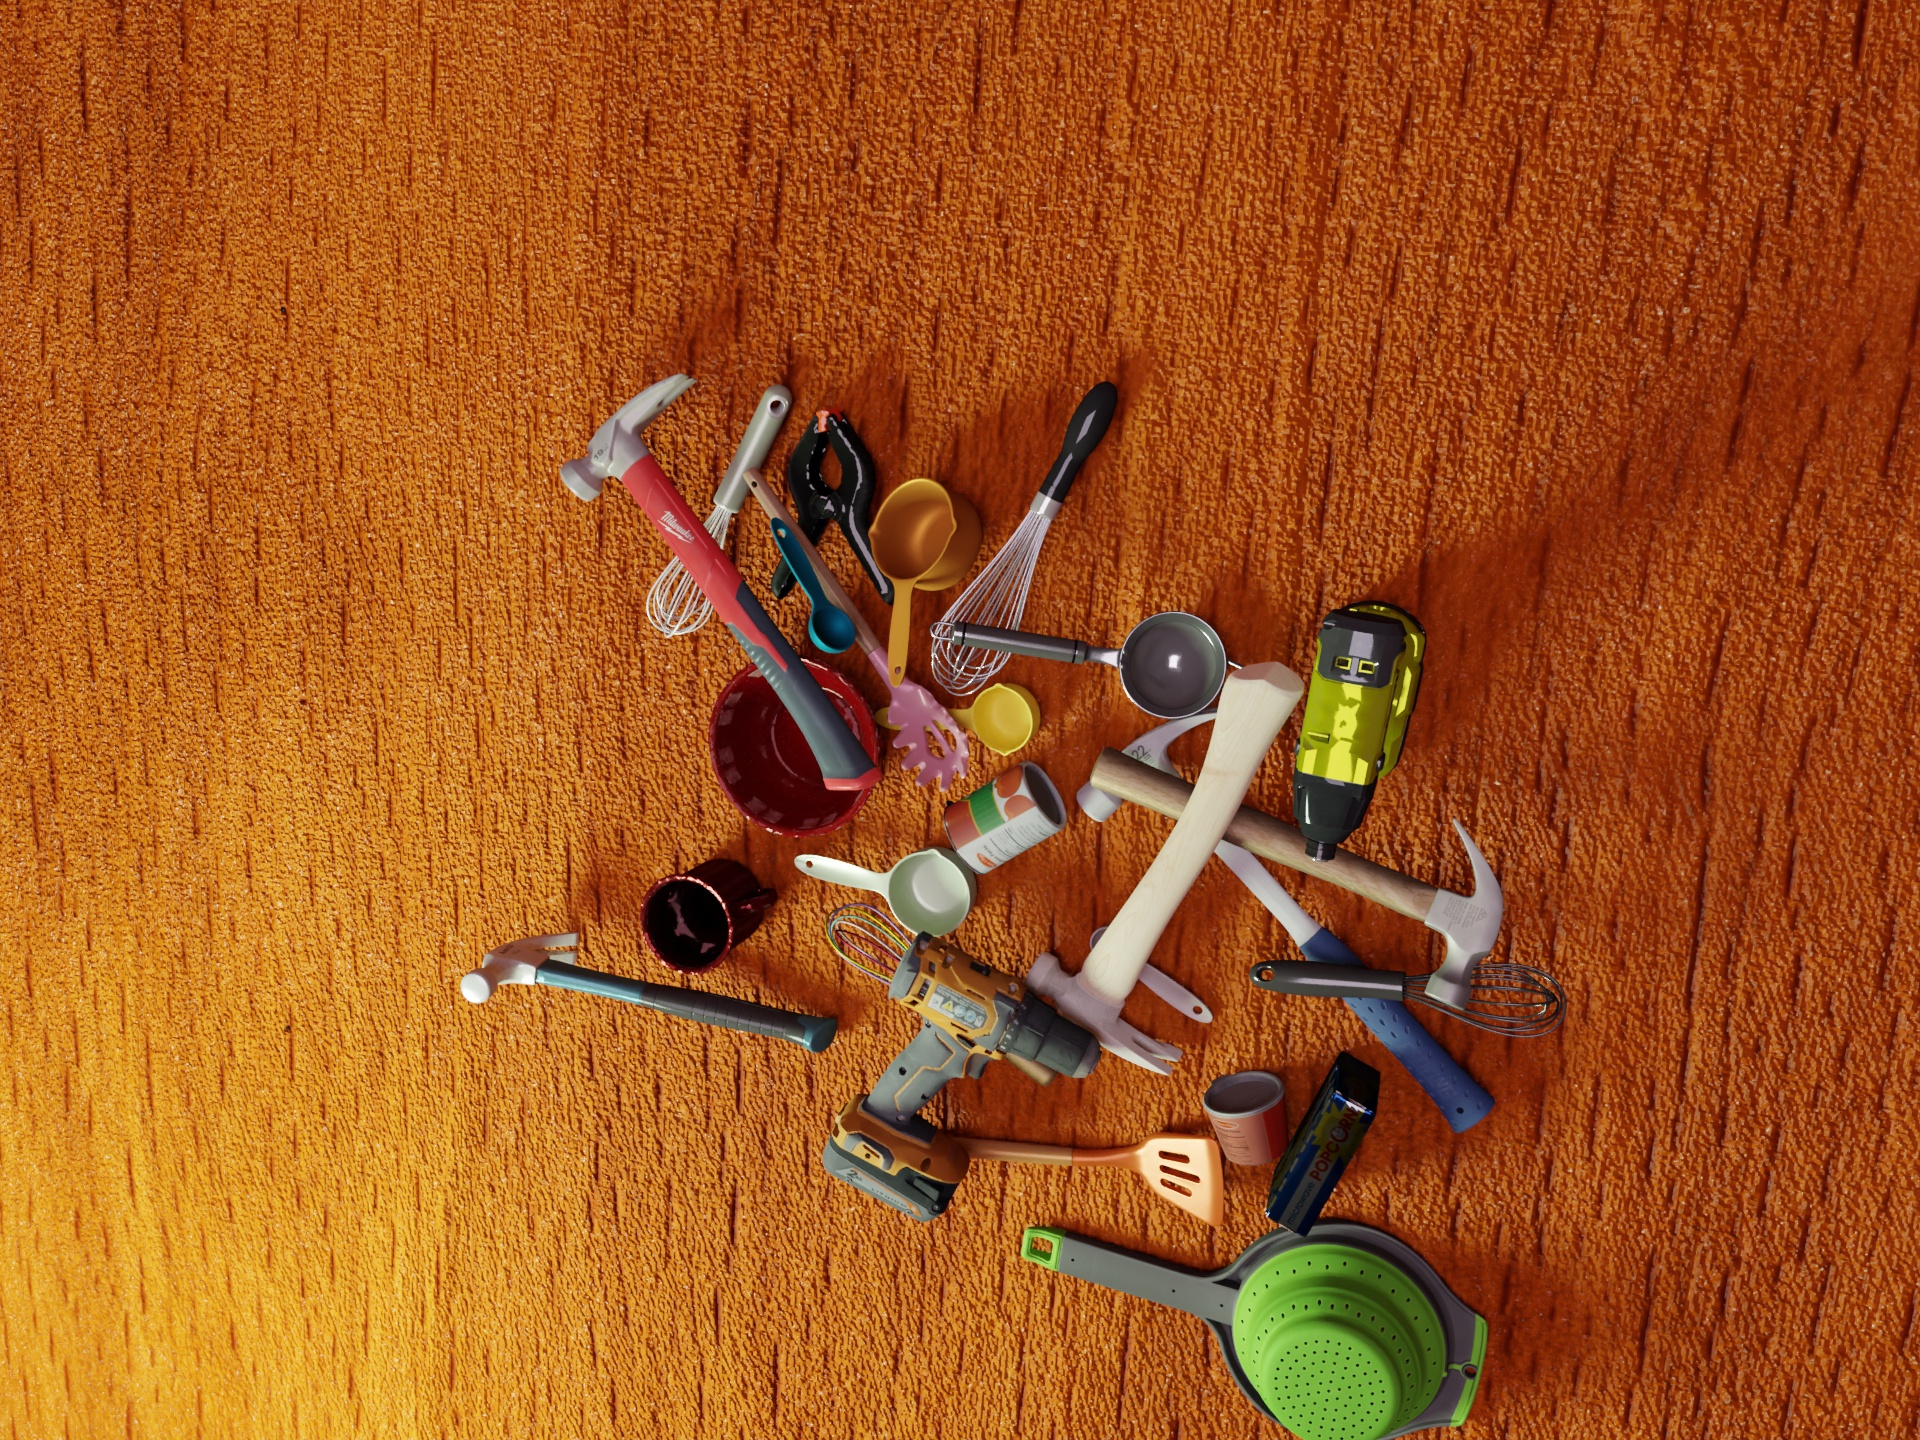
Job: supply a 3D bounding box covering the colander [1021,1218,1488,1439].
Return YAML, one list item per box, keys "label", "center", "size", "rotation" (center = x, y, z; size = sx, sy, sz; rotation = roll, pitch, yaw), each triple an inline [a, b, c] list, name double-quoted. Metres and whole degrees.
- label: "colander"
  center: [0.232, 0.511, 1.336]
  size: [0.397, 0.094, 0.204]
  rotation: [12, 104, 16]

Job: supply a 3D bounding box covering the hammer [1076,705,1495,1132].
- label: "hammer"
  center: [0.280, 0.163, 1.287]
  size: [0.405, 0.035, 0.144]
  rotation: [48, 111, 5]

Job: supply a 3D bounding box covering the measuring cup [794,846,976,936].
- label: "measuring cup"
  center: [-0.064, 0.138, 1.400]
  size: [0.167, 0.038, 0.083]
  rotation: [12, 104, 18]

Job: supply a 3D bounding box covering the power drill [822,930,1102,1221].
- label: "power drill"
  center: [0.000, 0.314, 1.359]
  size: [0.185, 0.084, 0.226]
  rotation: [26, 106, 5]

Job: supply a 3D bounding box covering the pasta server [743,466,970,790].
- label: "pasta server"
  center: [-0.090, -0.080, 1.337]
  size: [0.060, 0.040, 0.316]
  rotation: [-35, 91, 19]

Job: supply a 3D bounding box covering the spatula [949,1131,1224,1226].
- label: "spatula"
  center: [0.074, 0.385, 1.396]
  size: [0.322, 0.041, 0.081]
  rotation: [-1, 101, 20]

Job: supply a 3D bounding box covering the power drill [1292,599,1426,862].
- label: "power drill"
  center: [0.284, -0.002, 1.154]
  size: [0.080, 0.223, 0.171]
  rotation: [12, 104, 17]

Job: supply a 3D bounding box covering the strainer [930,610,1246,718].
- label: "strainer"
  center: [0.103, -0.055, 1.277]
  size: [0.258, 0.050, 0.087]
  rotation: [9, 95, -1]

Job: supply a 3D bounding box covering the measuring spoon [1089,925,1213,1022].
- label: "measuring spoon"
  center: [0.164, 0.215, 1.351]
  size: [0.124, 0.018, 0.034]
  rotation: [37, 117, 2]

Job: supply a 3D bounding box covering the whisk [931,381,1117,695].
- label: "whisk"
  center: [0.055, -0.146, 1.298]
  size: [0.070, 0.070, 0.284]
  rotation: [31, 104, 11]

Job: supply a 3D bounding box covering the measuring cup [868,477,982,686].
- label: "measuring cup"
  center: [-0.029, -0.109, 1.307]
  size: [0.095, 0.052, 0.174]
  rotation: [1, 82, 39]

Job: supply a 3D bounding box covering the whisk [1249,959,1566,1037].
- label: "whisk"
  center: [0.342, 0.209, 1.233]
  size: [0.239, 0.055, 0.055]
  rotation: [2, 101, 23]

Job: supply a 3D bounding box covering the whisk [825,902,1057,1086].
- label: "whisk"
  center: [-0.020, 0.246, 1.402]
  size: [0.245, 0.047, 0.051]
  rotation: [36, 108, 6]

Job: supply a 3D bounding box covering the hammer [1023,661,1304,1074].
- label: "hammer"
  center: [0.174, 0.120, 1.232]
  size: [0.146, 0.038, 0.410]
  rotation: [32, 132, 11]

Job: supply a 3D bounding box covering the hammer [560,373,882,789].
- label: "hammer"
  center: [-0.178, -0.108, 1.339]
  size: [0.143, 0.038, 0.386]
  rotation: [-39, 81, 13]

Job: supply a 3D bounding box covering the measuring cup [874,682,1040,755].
- label: "measuring cup"
  center: [-0.002, -0.004, 1.363]
  size: [0.156, 0.029, 0.062]
  rotation: [1, 103, 31]

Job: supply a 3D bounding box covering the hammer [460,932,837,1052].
- label: "hammer"
  center: [-0.277, 0.255, 1.462]
  size: [0.331, 0.128, 0.033]
  rotation: [11, 104, 7]

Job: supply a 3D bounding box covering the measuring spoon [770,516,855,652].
- label: "measuring spoon"
  center: [-0.130, -0.110, 1.321]
  size: [0.021, 0.042, 0.129]
  rotation: [-38, 77, 45]

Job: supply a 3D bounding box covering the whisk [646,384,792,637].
- label: "whisk"
  center: [-0.207, -0.181, 1.387]
  size: [0.057, 0.059, 0.246]
  rotation: [22, 106, -25]

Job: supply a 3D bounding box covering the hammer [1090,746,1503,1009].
- label: "hammer"
  center: [0.256, 0.095, 1.232]
  size: [0.331, 0.031, 0.130]
  rotation: [23, 86, 19]
